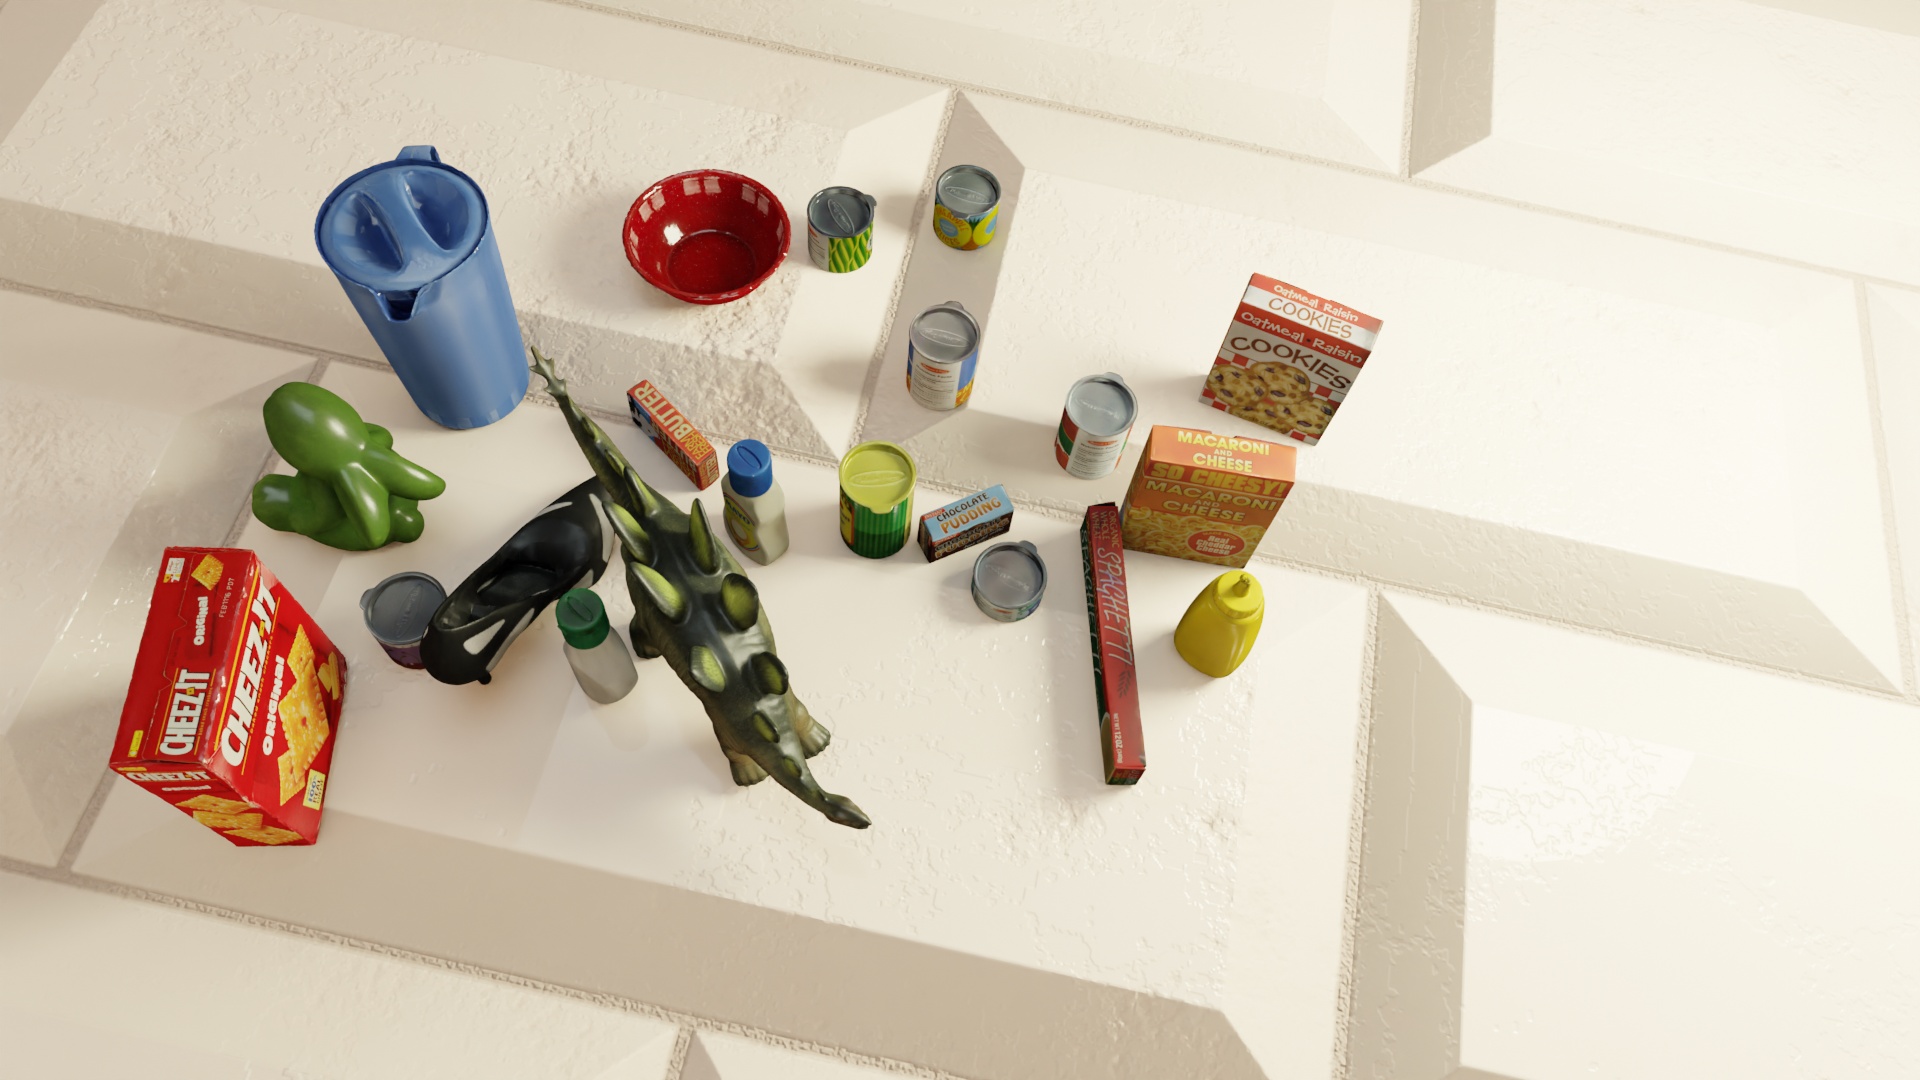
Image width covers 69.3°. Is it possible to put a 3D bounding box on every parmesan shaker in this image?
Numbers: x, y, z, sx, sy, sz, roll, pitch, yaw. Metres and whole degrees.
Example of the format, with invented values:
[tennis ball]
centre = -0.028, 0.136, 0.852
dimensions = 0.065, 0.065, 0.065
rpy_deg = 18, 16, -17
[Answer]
[parmesan shaker]
centre = -0.074, -0.032, 1.222
dimensions = 0.071, 0.102, 0.071
rpy_deg = 2, 63, -4

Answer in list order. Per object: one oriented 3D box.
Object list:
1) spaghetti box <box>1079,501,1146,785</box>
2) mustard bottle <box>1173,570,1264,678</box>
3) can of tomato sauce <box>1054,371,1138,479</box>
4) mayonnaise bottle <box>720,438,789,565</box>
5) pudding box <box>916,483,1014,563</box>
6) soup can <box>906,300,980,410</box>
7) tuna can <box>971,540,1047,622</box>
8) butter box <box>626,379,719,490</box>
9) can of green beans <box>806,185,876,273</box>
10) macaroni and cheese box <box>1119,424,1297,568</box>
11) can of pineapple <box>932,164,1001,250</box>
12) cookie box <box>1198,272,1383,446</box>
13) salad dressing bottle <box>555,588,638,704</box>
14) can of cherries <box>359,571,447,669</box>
[spaghetti box]
centre = 0.132, 0.086, 1.209
dimensions = 0.029, 0.050, 0.251
rpy_deg = 0, 63, -5
[mustard bottle]
centre = 0.224, 0.063, 1.168
dimensions = 0.065, 0.159, 0.049
rpy_deg = 36, 66, 13
[can of tomato sauce]
centre = 0.124, -0.106, 1.289
dimensions = 0.071, 0.082, 0.071
rpy_deg = 2, 63, -4
[mayonnaise bottle]
centre = -0.178, -0.035, 1.189
dimensions = 0.065, 0.147, 0.041
rpy_deg = 42, 67, 15
[pudding box]
centre = 0.004, -0.016, 1.251
dimensions = 0.084, 0.049, 0.030
rpy_deg = -22, 67, -15
[soup can]
centre = -0.016, -0.174, 1.311
dimensions = 0.071, 0.083, 0.071
rpy_deg = 2, 63, -4
[tuna can]
centre = 0.044, 0.035, 1.237
dimensions = 0.071, 0.032, 0.071
rpy_deg = 2, 63, -4
[butter box]
centre = -0.261, -0.096, 1.266
dimensions = 0.024, 0.053, 0.103
rpy_deg = -39, 72, -21
[can of green beans]
centre = -0.120, -0.310, 1.386
dimensions = 0.071, 0.057, 0.071
rpy_deg = 2, 63, -4
[macaroni and cheese box]
centre = 0.210, -0.037, 1.214
dimensions = 0.124, 0.165, 0.040
rpy_deg = 9, 63, 0
[can of pineapple]
centre = 0.005, -0.336, 1.411
dimensions = 0.071, 0.057, 0.071
rpy_deg = 2, 63, -4
[cookie box]
centre = 0.302, -0.166, 1.289
dimensions = 0.123, 0.166, 0.040
rpy_deg = 22, 64, 6
[salad dressing bottle]
centre = -0.294, 0.085, 1.117
dimensions = 0.064, 0.147, 0.044
rpy_deg = 40, 67, 14
[can of cherries]
centre = -0.459, 0.067, 1.162
dimensions = 0.071, 0.058, 0.072
rpy_deg = 2, 63, -4
